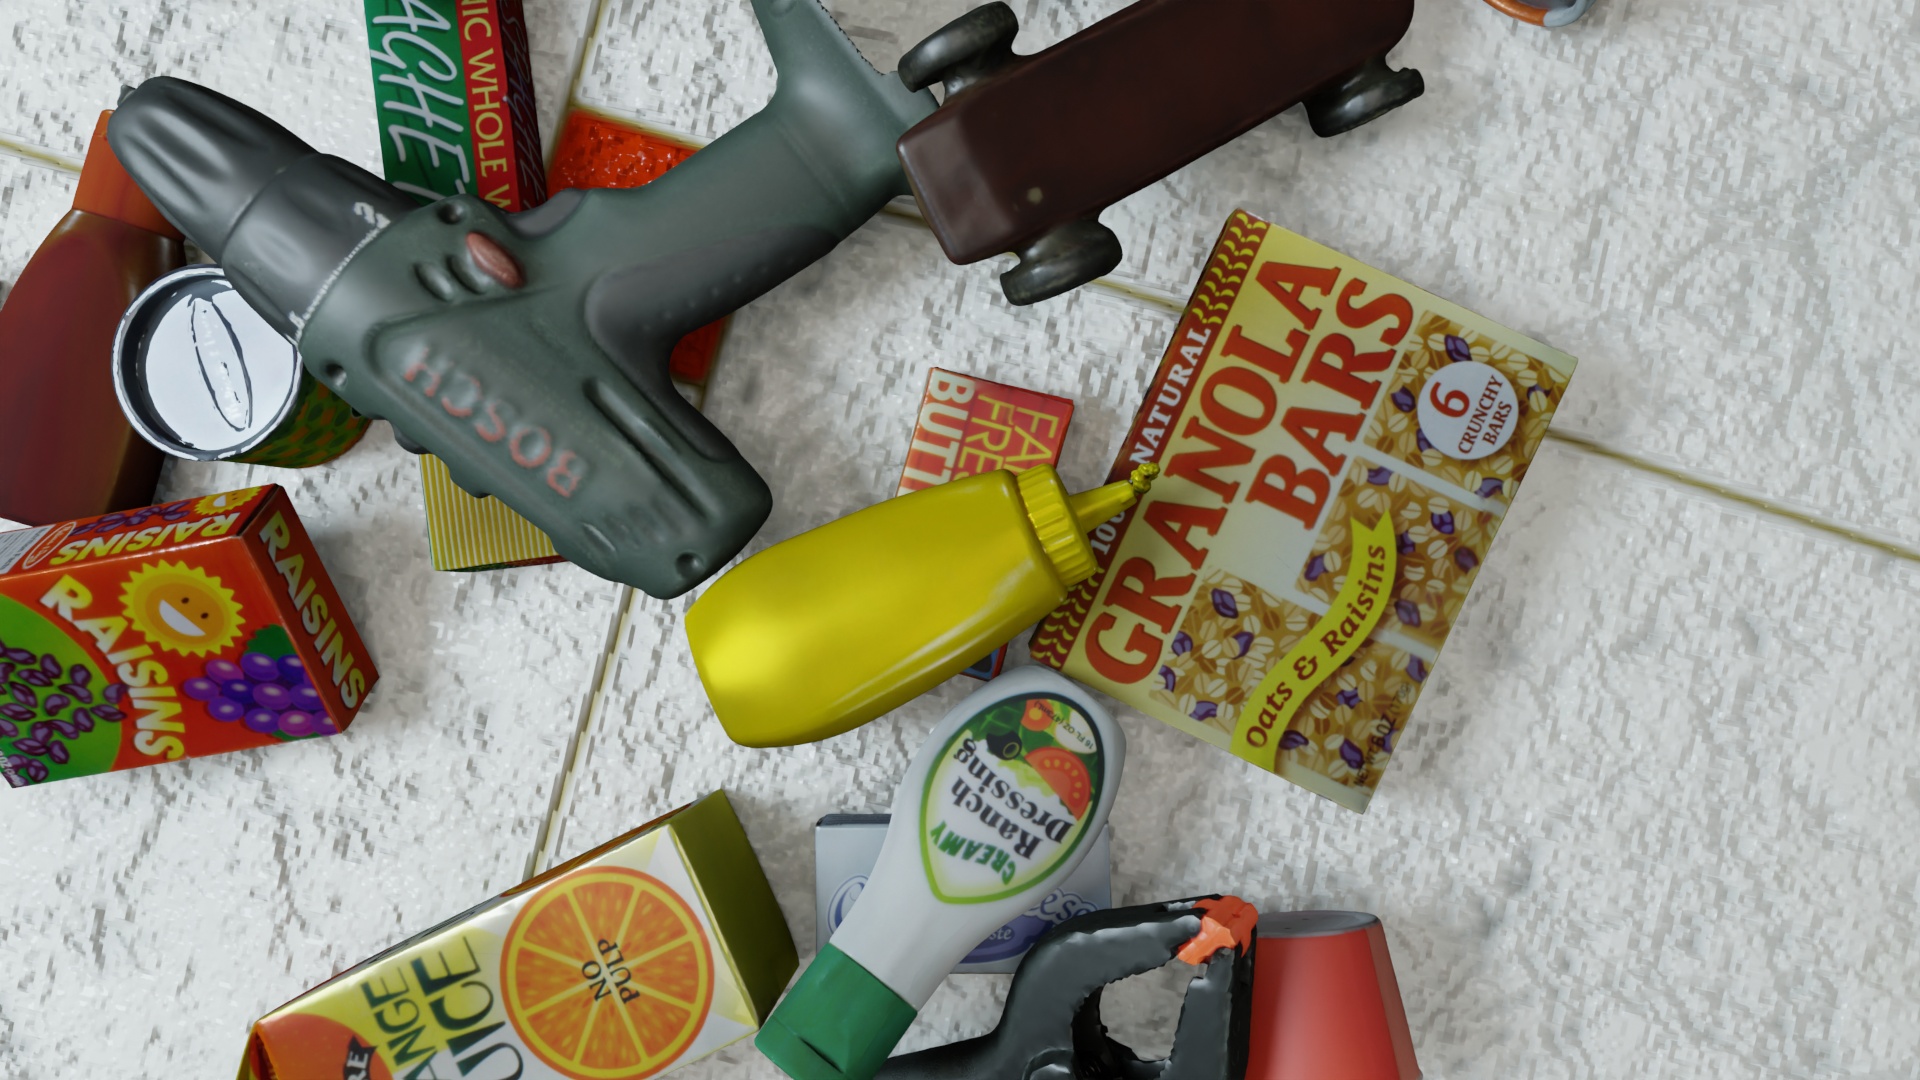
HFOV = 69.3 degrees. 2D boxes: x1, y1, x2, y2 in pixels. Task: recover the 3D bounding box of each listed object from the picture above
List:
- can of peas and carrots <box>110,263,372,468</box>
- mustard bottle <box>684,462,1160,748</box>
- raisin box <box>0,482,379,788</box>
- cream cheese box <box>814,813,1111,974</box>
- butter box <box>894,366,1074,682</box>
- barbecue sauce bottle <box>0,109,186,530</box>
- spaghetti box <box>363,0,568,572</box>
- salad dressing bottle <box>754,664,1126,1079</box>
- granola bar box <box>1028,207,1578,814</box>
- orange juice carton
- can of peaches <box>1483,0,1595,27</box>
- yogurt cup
[{"bbox_3d":[-0.246,-0.060,0.488,0.071,0.059,0.071,0,89,3],"label":"can of peas and carrots"},{"bbox_3d":[-0.007,0.014,0.448,0.160,0.049,0.065,-24,79,9],"label":"mustard bottle"},{"bbox_3d":[-0.282,0.034,0.482,0.123,0.040,0.085,-10,120,4],"label":"raisin box"},{"bbox_3d":[0.001,0.123,0.487,0.104,0.024,0.053,-2,88,3],"label":"cream cheese box"},{"bbox_3d":[0.002,-0.006,0.489,0.053,0.024,0.103,16,90,4],"label":"butter box"},{"bbox_3d":[-0.310,-0.078,0.500,0.065,0.043,0.148,16,90,1],"label":"barbecue sauce bottle"},{"bbox_3d":[-0.176,-0.114,0.499,0.050,0.028,0.250,-8,89,3],"label":"spaghetti box"},{"bbox_3d":[-0.005,0.109,0.444,0.064,0.044,0.148,37,72,4],"label":"salad dressing bottle"},{"bbox_3d":[0.113,-0.010,0.474,0.124,0.039,0.165,25,91,4],"label":"granola bar box"},{"bbox_3d":[-0.159,0.162,0.473,0.193,0.072,0.073,-26,87,3],"label":"orange juice carton"},{"bbox_3d":[0.197,-0.216,0.459,0.071,0.071,0.058,41,93,3],"label":"can of peaches"},{"bbox_3d":[0.115,0.154,0.461,0.072,0.072,0.054,-5,81,4],"label":"yogurt cup"}]
